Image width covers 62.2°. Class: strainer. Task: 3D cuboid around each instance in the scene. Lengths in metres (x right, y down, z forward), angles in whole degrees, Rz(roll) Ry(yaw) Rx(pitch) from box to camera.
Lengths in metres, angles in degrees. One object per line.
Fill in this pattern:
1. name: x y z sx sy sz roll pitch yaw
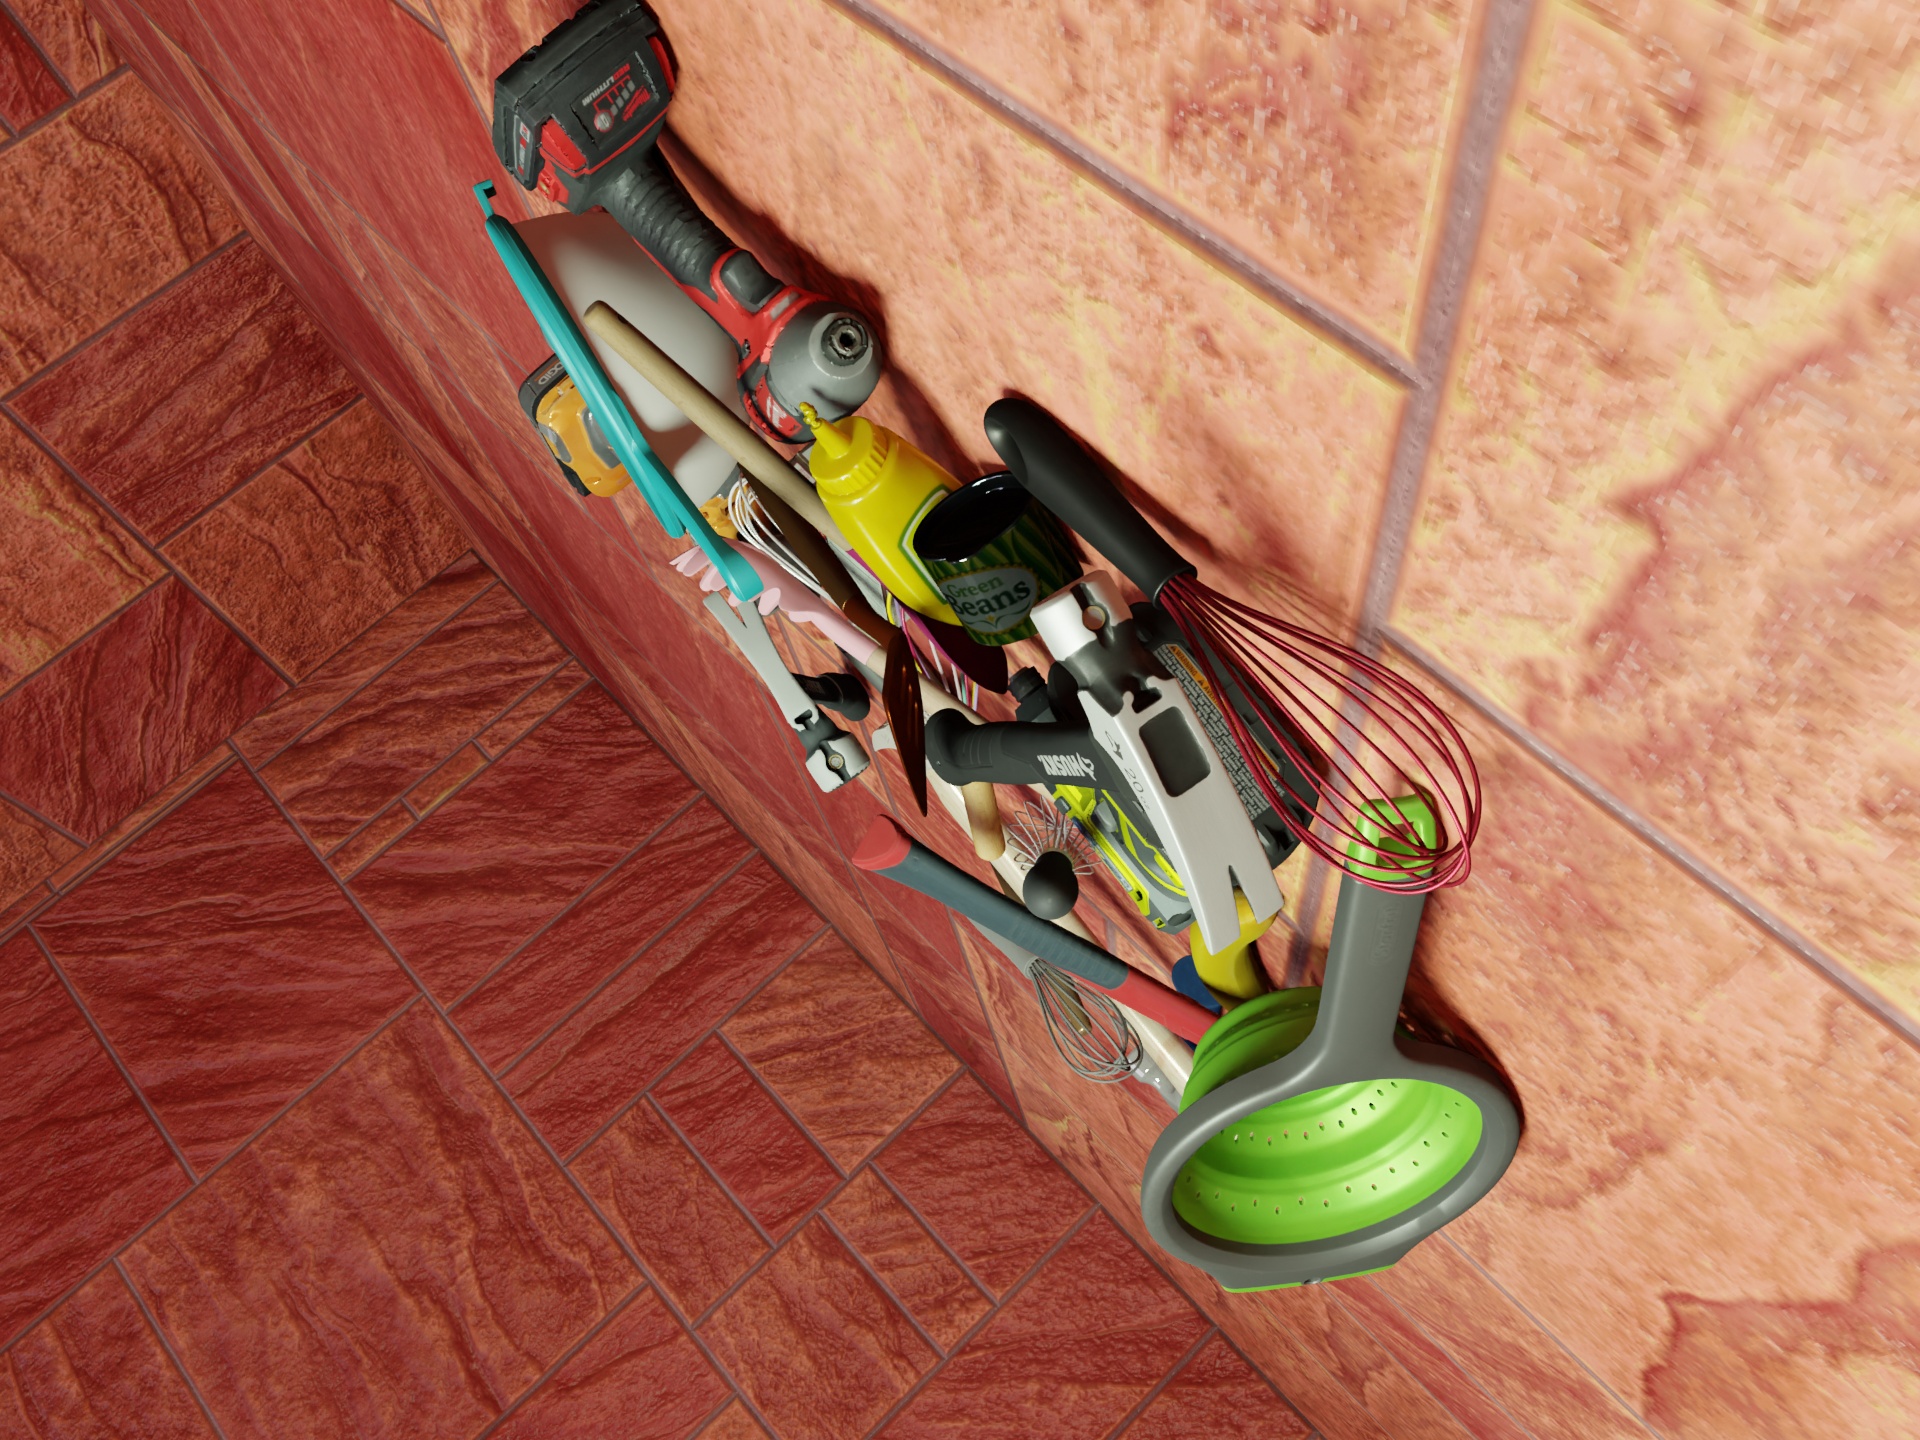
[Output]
1. strainer: -0.156 -0.184 0.904 0.341 0.095 0.210 51 169 41
2. strainer: -0.090 -0.068 1.201 0.258 0.050 0.087 48 169 -31

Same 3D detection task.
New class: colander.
1. colander: 0.187 0.154 0.819 0.095 0.204 0.396 -101 5 -47

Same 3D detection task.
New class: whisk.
1. whisk: 0.056 0.084 0.948 0.070 0.070 0.284 48 -174 0
2. whisk: -0.004 -0.003 1.004 0.051 0.047 0.244 29 144 40
3. whisk: -0.076 -0.080 1.124 0.246 0.058 0.059 49 -157 -22
4. whisk: 0.100 -0.043 0.648 0.296 0.073 0.073 49 169 29
5. whisk: 0.052 0.177 1.138 0.239 0.055 0.055 44 168 48

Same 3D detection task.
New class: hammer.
1. hammer: -0.105 -0.025 1.179 0.149 0.036 0.409 56 -179 1
2. hammer: 0.080 0.155 1.163 0.410 0.038 0.146 51 169 -6
3. hammer: 0.106 0.171 1.012 0.386 0.038 0.143 29 166 1
4. hammer: 0.038 0.019 0.715 0.146 0.035 0.335 59 167 -6
5. hammer: 0.191 0.272 1.280 0.144 0.035 0.405 43 166 22

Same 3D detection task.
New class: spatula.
1. spatula: -0.076 -0.073 0.889 0.323 0.041 0.080 53 165 46
2. spatula: 0.023 0.119 1.262 0.082 0.044 0.318 74 170 -54

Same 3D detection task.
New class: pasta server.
1. pasta server: -0.035 -0.017 0.949 0.316 0.040 0.060 36 177 4

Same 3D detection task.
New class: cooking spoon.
1. cooking spoon: -0.075 -0.111 0.844 0.318 0.017 0.069 40 -146 -34

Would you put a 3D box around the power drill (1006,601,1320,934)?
1. power drill: 0.090 0.024 0.822 0.171 0.080 0.223 52 170 6

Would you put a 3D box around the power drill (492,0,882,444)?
1. power drill: -0.125 -0.235 0.783 0.219 0.078 0.143 48 168 -13

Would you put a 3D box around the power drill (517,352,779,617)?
1. power drill: -0.231 -0.183 1.259 0.226 0.084 0.185 36 163 27
